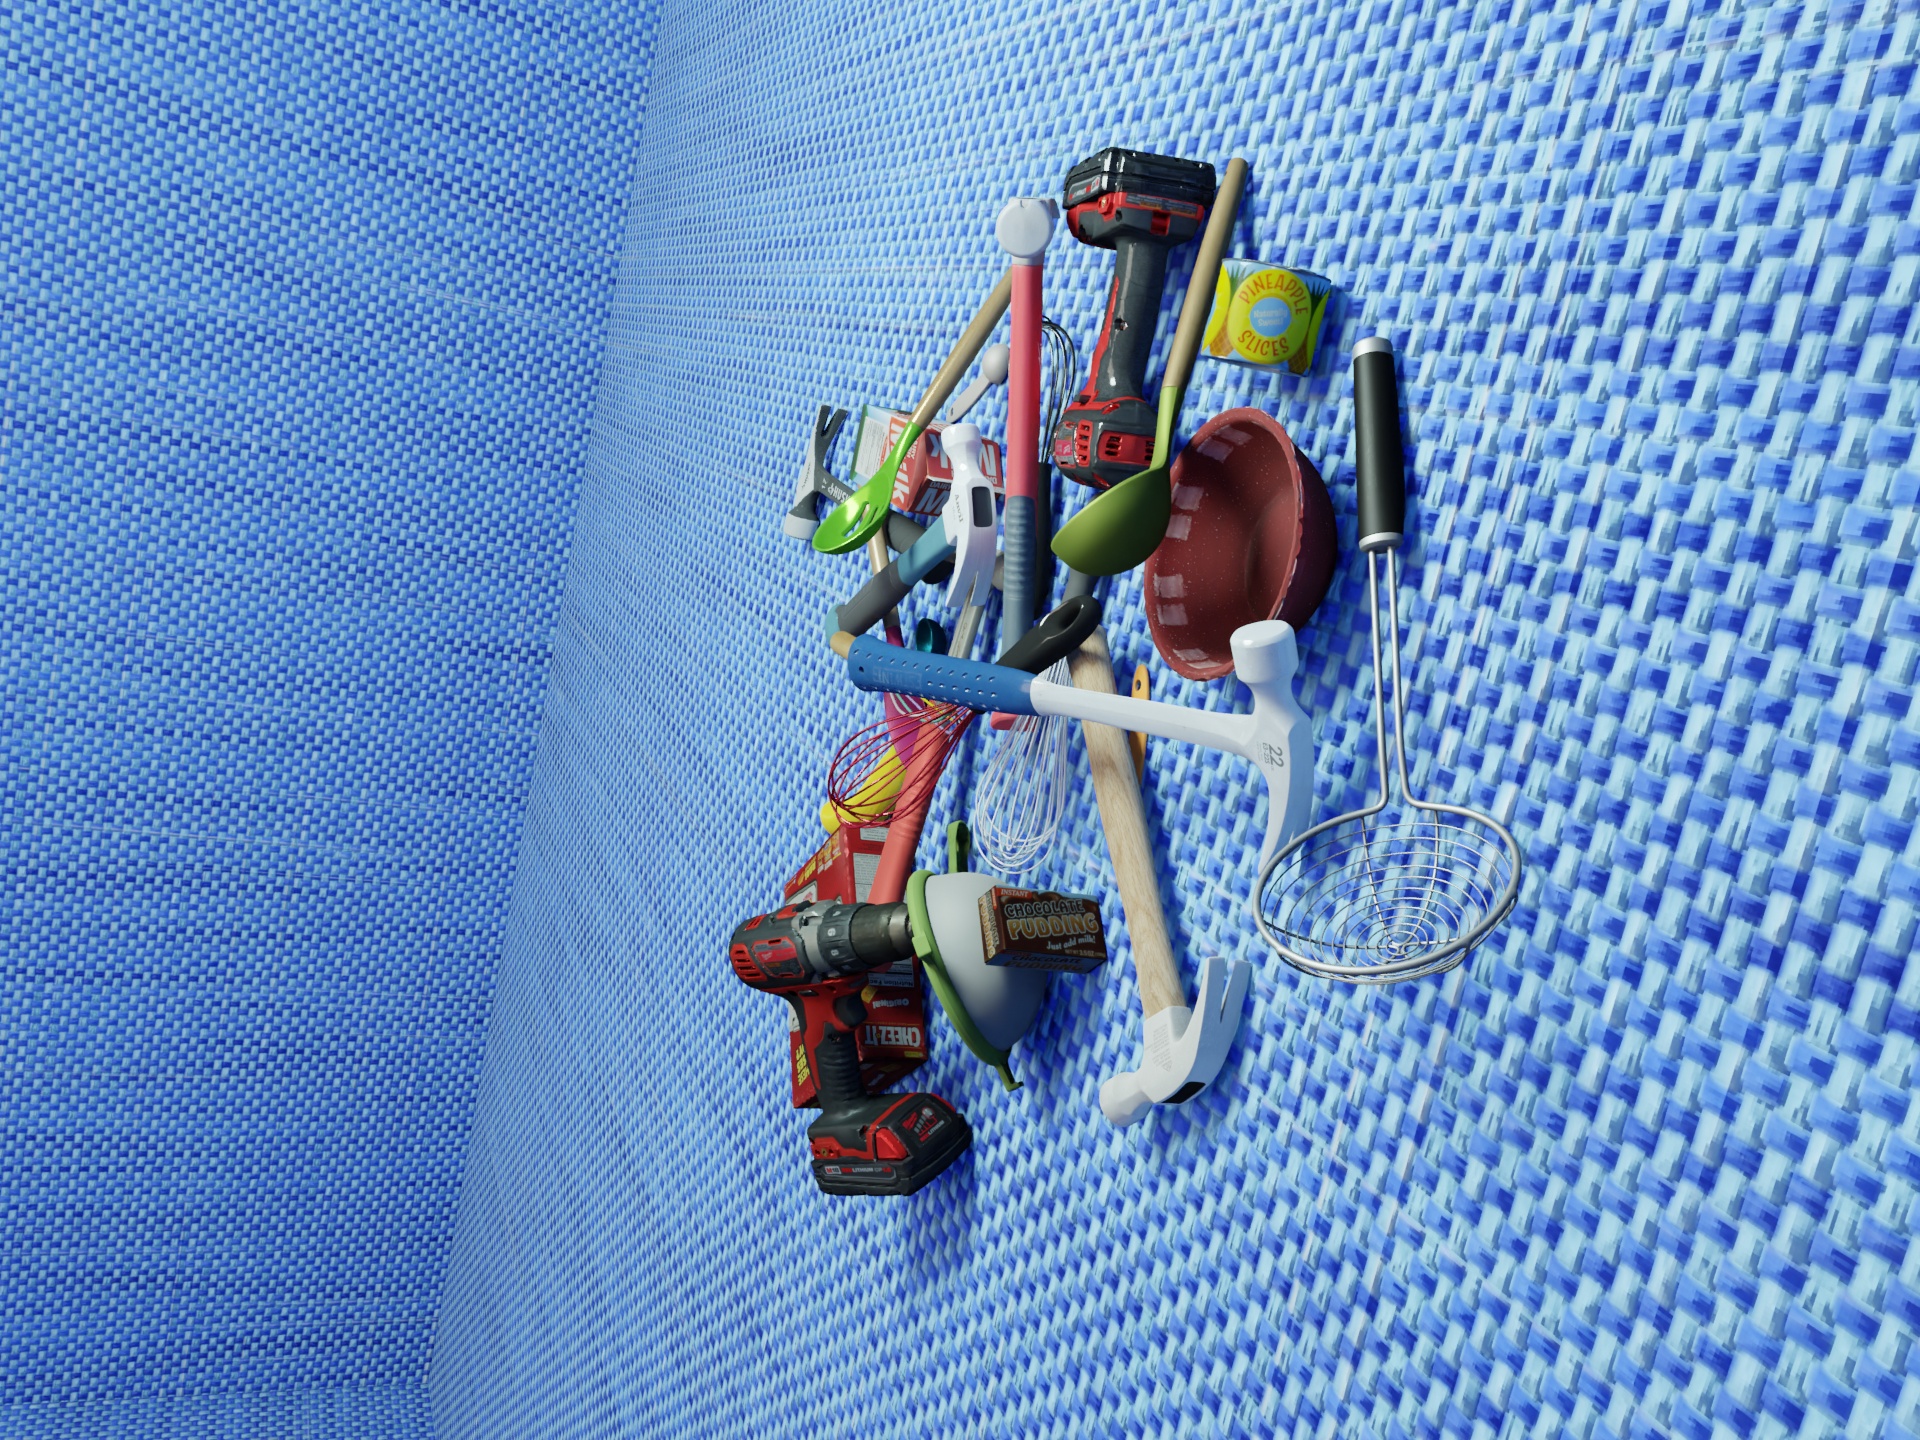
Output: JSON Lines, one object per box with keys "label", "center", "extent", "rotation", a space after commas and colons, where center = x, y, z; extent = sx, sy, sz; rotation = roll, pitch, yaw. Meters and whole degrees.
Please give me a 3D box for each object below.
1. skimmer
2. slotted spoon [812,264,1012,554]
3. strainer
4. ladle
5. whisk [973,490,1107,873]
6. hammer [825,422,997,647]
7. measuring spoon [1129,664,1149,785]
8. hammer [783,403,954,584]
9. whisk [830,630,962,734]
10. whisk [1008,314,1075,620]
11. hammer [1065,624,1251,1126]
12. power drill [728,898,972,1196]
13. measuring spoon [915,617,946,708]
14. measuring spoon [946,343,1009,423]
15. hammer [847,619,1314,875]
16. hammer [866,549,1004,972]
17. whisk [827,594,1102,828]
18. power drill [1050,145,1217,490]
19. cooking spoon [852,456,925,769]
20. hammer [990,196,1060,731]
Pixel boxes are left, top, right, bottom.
{"label": "skimmer", "center": [0.209, -0.045, 0.803], "extent": [0.127, 0.090, 0.363], "rotation": [-8, 69, 28]}
{"label": "slotted spoon", "center": [-0.021, -0.260, 1.294], "extent": [0.070, 0.031, 0.314], "rotation": [23, 78, 54]}
{"label": "strainer", "center": [0.023, 0.140, 1.183], "extent": [0.069, 0.151, 0.257], "rotation": [-25, 26, 12]}
{"label": "ladle", "center": [0.126, -0.228, 0.982], "extent": [0.078, 0.062, 0.320], "rotation": [124, 165, -67]}
{"label": "whisk", "center": [0.066, -0.027, 1.148], "extent": [0.070, 0.070, 0.284], "rotation": [24, 100, 64]}
{"label": "hammer", "center": [-0.048, -0.123, 1.327], "extent": [0.331, 0.033, 0.128], "rotation": [148, 115, -63]}
{"label": "measuring spoon", "center": [0.116, 0.019, 1.076], "extent": [0.021, 0.011, 0.117], "rotation": [174, 102, -65]}
{"label": "hammer", "center": [-0.089, -0.209, 1.559], "extent": [0.409, 0.036, 0.149], "rotation": [41, 119, 61]}
{"label": "whisk", "center": [-0.056, -0.041, 1.296], "extent": [0.245, 0.047, 0.051], "rotation": [32, 104, 60]}
{"label": "whisk", "center": [0.058, -0.195, 1.227], "extent": [0.055, 0.055, 0.239], "rotation": [-179, 91, -65]}
{"label": "hammer", "center": [0.111, 0.081, 1.025], "extent": [0.130, 0.031, 0.332], "rotation": [-44, 45, 45]}
{"label": "power drill", "center": [-0.070, 0.241, 1.209], "extent": [0.188, 0.080, 0.226], "rotation": [-15, 98, 40]}
{"label": "measuring spoon", "center": [-0.024, -0.026, 1.394], "extent": [0.042, 0.021, 0.128], "rotation": [-163, 72, -67]}
{"label": "measuring spoon", "center": [0.009, -0.291, 1.388], "extent": [0.124, 0.018, 0.034], "rotation": [146, 127, -60]}
{"label": "hammer", "center": [0.058, -0.008, 1.006], "extent": [0.406, 0.035, 0.144], "rotation": [12, 122, 51]}
{"label": "hammer", "center": [-0.031, 0.030, 1.308], "extent": [0.149, 0.036, 0.359], "rotation": [18, 91, 64]}
{"label": "whisk", "center": [-0.002, -0.004, 1.149], "extent": [0.295, 0.073, 0.073], "rotation": [-38, 47, 36]}
{"label": "power drill", "center": [0.107, -0.269, 1.097], "extent": [0.143, 0.078, 0.219], "rotation": [-141, 57, -74]}
{"label": "cooking spoon", "center": [-0.065, -0.105, 1.430], "extent": [0.068, 0.017, 0.319], "rotation": [-42, 53, 52]}
{"label": "hammer", "center": [0.046, -0.180, 1.162], "extent": [0.143, 0.038, 0.386], "rotation": [-71, -17, -70]}
